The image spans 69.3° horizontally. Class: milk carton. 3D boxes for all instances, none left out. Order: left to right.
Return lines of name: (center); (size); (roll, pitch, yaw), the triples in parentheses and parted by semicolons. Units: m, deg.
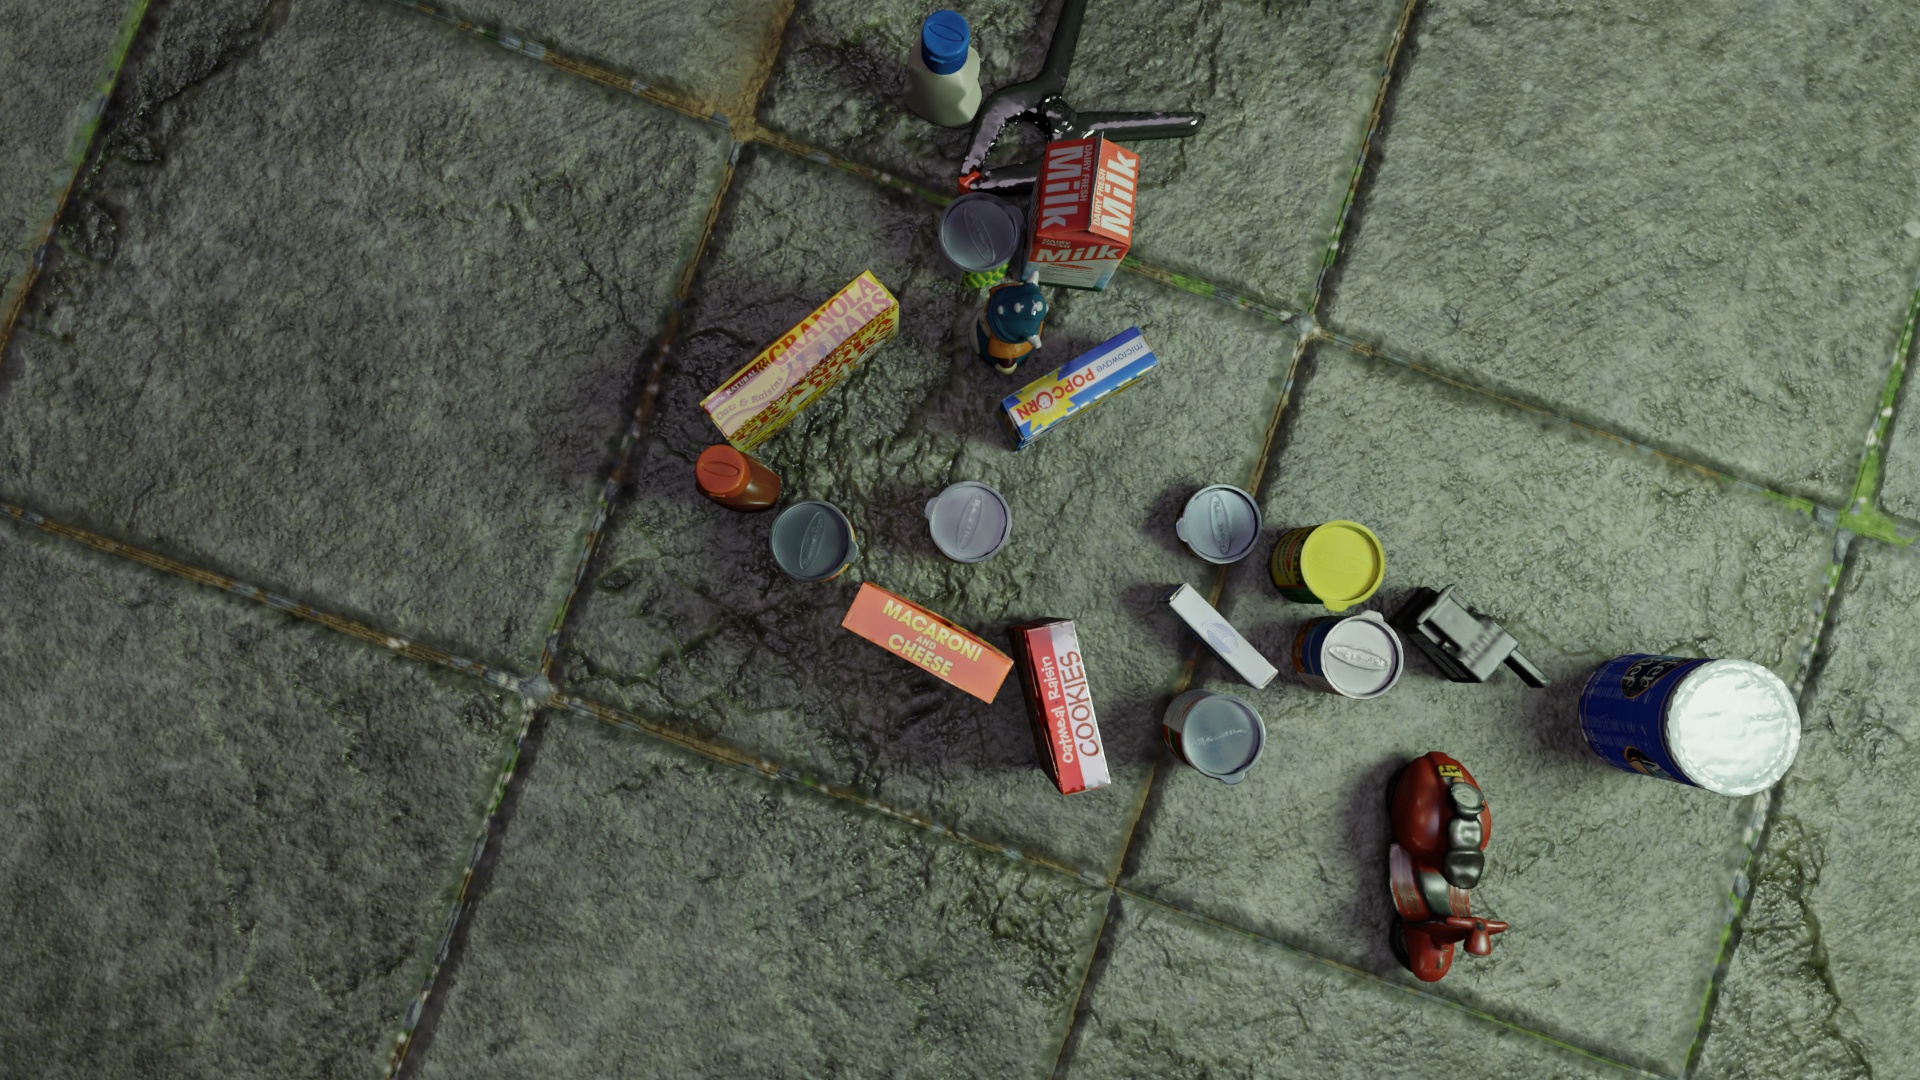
milk carton: (0.093, -0.253, 1.081); (0.073, 0.190, 0.072); (6, 87, -2)

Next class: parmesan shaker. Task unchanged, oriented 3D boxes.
parmesan shaker: (0.291, 0.022, 1.118); (0.071, 0.103, 0.071); (0, 87, -2)

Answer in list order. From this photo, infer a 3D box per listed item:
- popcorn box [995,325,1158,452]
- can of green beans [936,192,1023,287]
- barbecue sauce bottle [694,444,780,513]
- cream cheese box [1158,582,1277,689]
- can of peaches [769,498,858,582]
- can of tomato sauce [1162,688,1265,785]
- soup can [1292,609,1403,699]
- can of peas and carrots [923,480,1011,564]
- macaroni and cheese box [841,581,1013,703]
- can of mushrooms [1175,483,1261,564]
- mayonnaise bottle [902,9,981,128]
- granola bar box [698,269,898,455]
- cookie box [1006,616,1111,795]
popcorn box: (0.093, -0.122, 1.127); (0.127, 0.085, 0.038); (-30, 89, -4)
can of green beans: (0.014, -0.246, 1.144); (0.071, 0.058, 0.071); (0, 87, -2)
barbecue sauce bottle: (-0.177, -0.048, 1.079); (0.065, 0.148, 0.043); (11, 87, -2)
cream cheese box: (0.209, 0.078, 1.136); (0.104, 0.053, 0.024); (44, 86, 0)
can of peaches: (-0.117, 0.002, 1.124); (0.071, 0.058, 0.071); (0, 87, -2)
can of tomato sauce: (0.203, 0.156, 1.117); (0.071, 0.083, 0.071); (0, 87, -2)
soup can: (0.313, 0.091, 1.125); (0.071, 0.083, 0.071); (0, 87, -2)
can of peas and carrots: (0.004, -0.014, 1.130); (0.071, 0.058, 0.071); (0, 87, -2)
macaroni and cheese box: (-0.026, 0.075, 1.069); (0.124, 0.166, 0.040); (28, 87, -1)
can of mushrooms: (0.211, -0.013, 1.151); (0.071, 0.033, 0.071); (0, 87, -2)
mayonnaise bottle: (-0.013, -0.374, 1.105); (0.065, 0.148, 0.041); (21, 87, -1)
granola bar box: (-0.124, -0.138, 1.098); (0.166, 0.124, 0.039); (-39, 89, -4)
cookie box: (0.072, 0.123, 1.070); (0.040, 0.167, 0.123); (-13, 88, -3)
